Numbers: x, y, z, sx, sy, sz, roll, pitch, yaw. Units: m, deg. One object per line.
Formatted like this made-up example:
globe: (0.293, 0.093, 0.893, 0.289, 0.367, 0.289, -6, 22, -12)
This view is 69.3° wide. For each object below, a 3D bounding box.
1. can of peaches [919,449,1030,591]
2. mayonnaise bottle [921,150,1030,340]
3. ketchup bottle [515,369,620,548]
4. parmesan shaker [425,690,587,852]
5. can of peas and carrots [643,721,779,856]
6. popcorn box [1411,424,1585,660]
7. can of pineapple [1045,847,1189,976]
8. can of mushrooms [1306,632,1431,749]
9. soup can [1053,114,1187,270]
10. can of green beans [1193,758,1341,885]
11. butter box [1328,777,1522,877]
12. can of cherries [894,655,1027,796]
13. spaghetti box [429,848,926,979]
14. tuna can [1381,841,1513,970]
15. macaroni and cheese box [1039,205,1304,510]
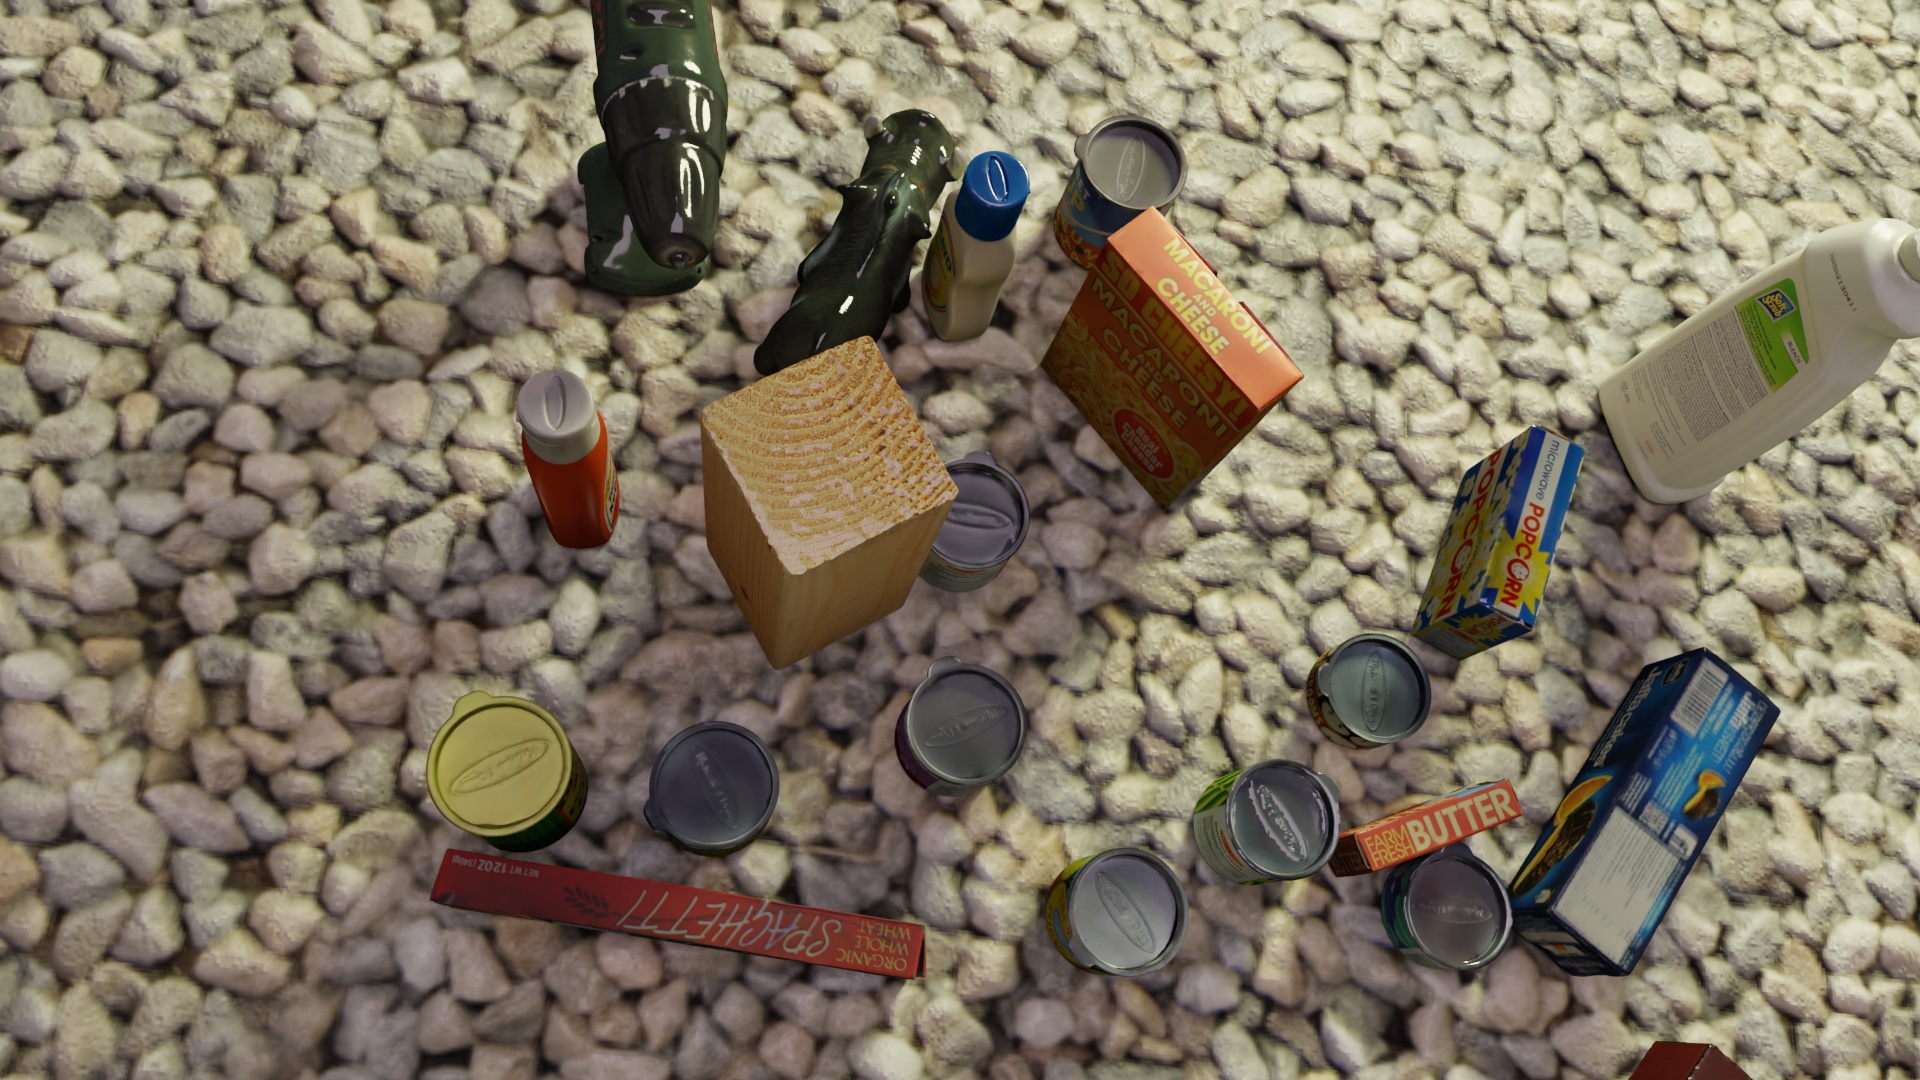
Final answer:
can of peaches: (0.003, -0.010, 0.809, 0.071, 0.058, 0.071, 3, 73, -9)
mayonnaise bottle: (0.008, -0.173, 0.813, 0.041, 0.147, 0.065, -9, 75, -12)
ketchup bottle: (-0.207, -0.045, 0.735, 0.043, 0.148, 0.065, -3, 74, -11)
parmesan shaker: (-0.227, 0.118, 0.704, 0.071, 0.102, 0.071, 3, 73, -9)
can of peas and carrots: (-0.133, 0.135, 0.739, 0.071, 0.058, 0.071, 3, 73, -9)
popcorn box: (0.328, 0.002, 0.847, 0.038, 0.085, 0.127, 25, 70, -1)
can of pineapple: (0.082, 0.203, 0.756, 0.071, 0.057, 0.071, 3, 73, -9)
can of mushrooms: (0.242, 0.090, 0.832, 0.071, 0.033, 0.071, 3, 72, -9)
soup can: (0.096, -0.218, 0.877, 0.071, 0.083, 0.071, 3, 73, -9)
can of green beans: (0.172, 0.160, 0.785, 0.071, 0.057, 0.071, 3, 73, -9)
butter box: (0.265, 0.166, 0.802, 0.104, 0.053, 0.024, -16, 77, -14)
can of cherries: (-0.001, 0.104, 0.772, 0.071, 0.058, 0.071, 3, 73, -9)
spaghetti box: (-0.142, 0.196, 0.723, 0.250, 0.050, 0.029, 11, 72, -6)
tuna can: (0.279, 0.211, 0.801, 0.071, 0.032, 0.071, 3, 72, -9)
macaroni and cheese box: (0.115, -0.099, 0.799, 0.040, 0.166, 0.124, -37, 83, -18)
